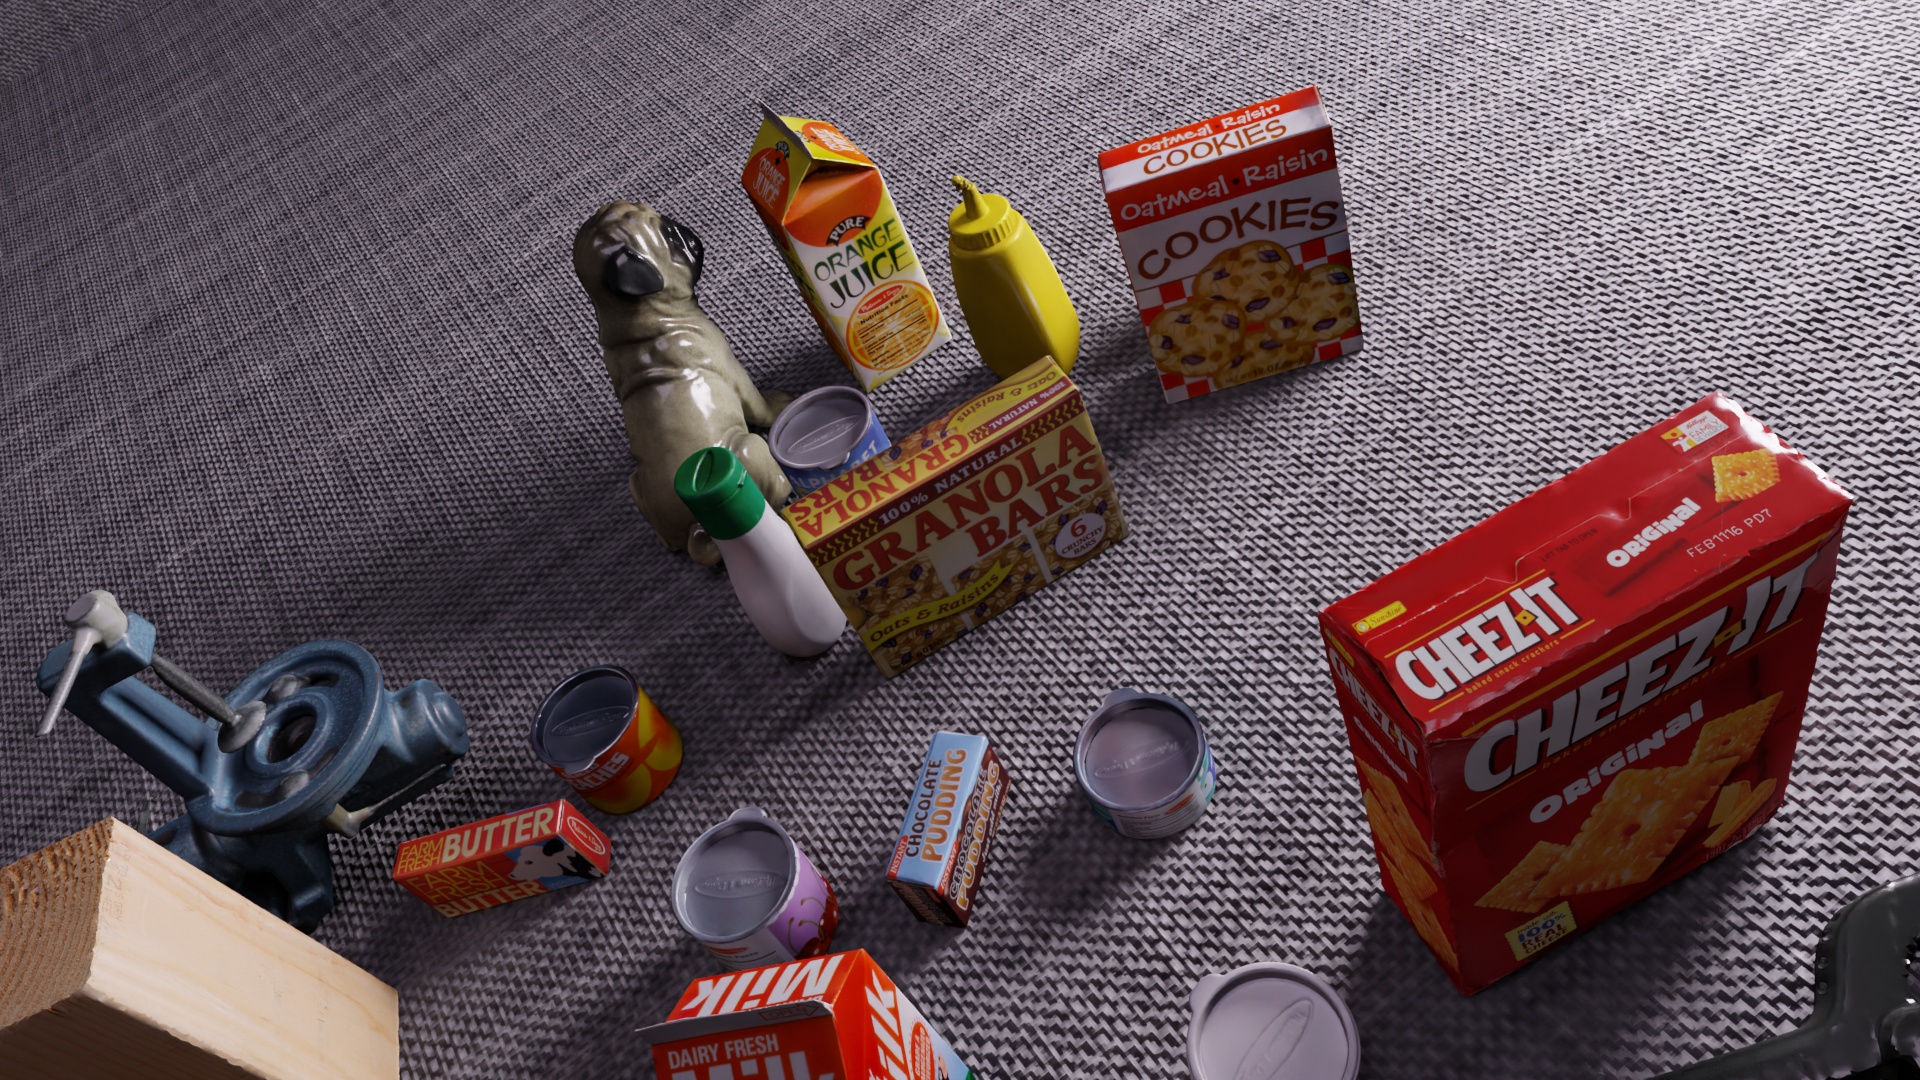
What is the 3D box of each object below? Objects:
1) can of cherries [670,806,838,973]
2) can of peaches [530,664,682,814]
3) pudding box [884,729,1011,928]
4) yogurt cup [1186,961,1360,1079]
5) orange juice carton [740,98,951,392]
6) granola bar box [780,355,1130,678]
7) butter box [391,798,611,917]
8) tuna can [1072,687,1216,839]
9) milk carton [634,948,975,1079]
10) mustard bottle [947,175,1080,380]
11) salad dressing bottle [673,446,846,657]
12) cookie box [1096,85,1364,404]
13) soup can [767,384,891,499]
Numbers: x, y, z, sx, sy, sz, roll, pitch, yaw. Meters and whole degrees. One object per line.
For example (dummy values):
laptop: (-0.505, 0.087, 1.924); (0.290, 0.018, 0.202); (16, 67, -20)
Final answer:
can of cherries: (-0.100, 0.177, 0.691); (0.071, 0.058, 0.072); (-12, 48, 14)
can of peaches: (-0.199, 0.115, 0.786); (0.071, 0.057, 0.071); (-12, 48, 14)
pudding box: (-0.005, 0.142, 0.687); (0.030, 0.049, 0.084); (3, 53, 25)
yogurt cup: (0.130, 0.214, 0.565); (0.072, 0.053, 0.073); (-12, 48, 14)
orange juice carton: (-0.080, -0.197, 0.909); (0.073, 0.191, 0.072); (-33, 47, -6)
granola bar box: (0.003, -0.010, 0.761); (0.166, 0.123, 0.039); (-31, 47, -4)
butter box: (-0.250, 0.175, 0.760); (0.103, 0.053, 0.024); (-16, 47, 10)
tuna can: (0.090, 0.109, 0.685); (0.071, 0.032, 0.071); (-12, 48, 14)
milk carton: (-0.052, 0.220, 0.543); (0.072, 0.189, 0.074); (-14, 48, 12)
mustard bottle: (0.027, -0.164, 0.858); (0.065, 0.159, 0.049); (8, 56, 29)
salad dressing bottle: (-0.111, 0.008, 0.779); (0.044, 0.147, 0.064); (-7, 50, 18)
cookie box: (0.158, -0.164, 0.797); (0.123, 0.166, 0.040); (-15, 48, 11)
soup can: (-0.070, -0.041, 0.846); (0.071, 0.083, 0.072); (-12, 48, 14)
